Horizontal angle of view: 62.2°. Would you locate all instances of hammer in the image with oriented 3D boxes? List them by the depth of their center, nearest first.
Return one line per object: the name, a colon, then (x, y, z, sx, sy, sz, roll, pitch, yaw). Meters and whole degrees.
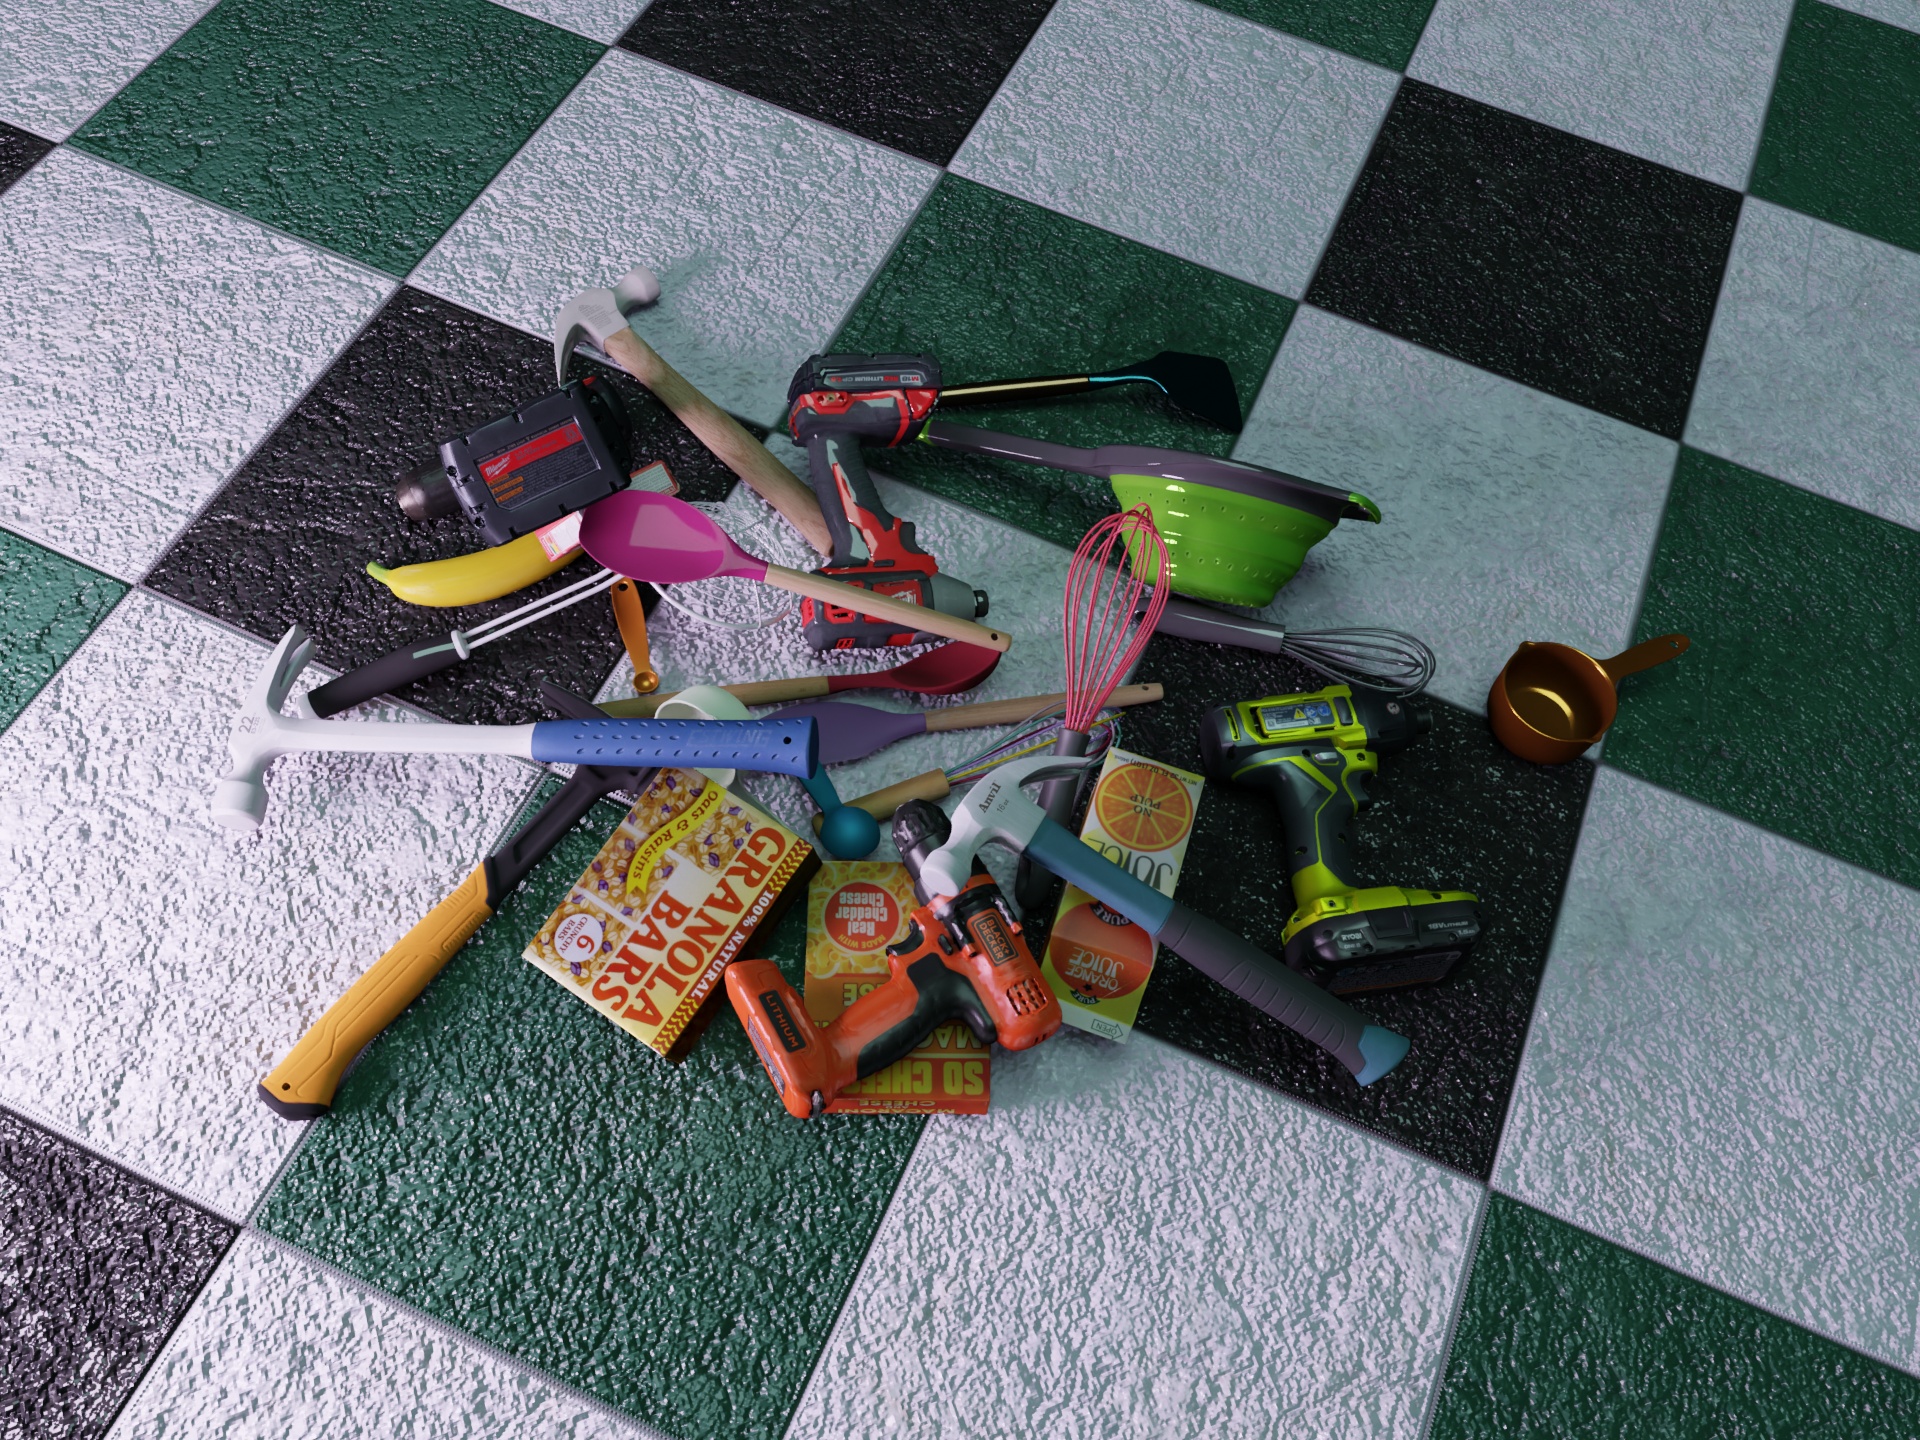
hammer: (0.143, 0.136, 1.028, 0.331, 0.033, 0.128, 33, 61, -1)
hammer: (-0.339, 0.122, 1.068, 0.127, 0.034, 0.337, 37, 64, 7)
hammer: (-0.297, 0.008, 1.077, 0.405, 0.035, 0.144, 1, 65, 6)
hammer: (-0.209, -0.244, 1.297, 0.130, 0.031, 0.331, -39, 70, -24)

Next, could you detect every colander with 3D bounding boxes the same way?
colander: (0.119, -0.161, 1.243, 0.397, 0.204, 0.094, 15, 94, 21)

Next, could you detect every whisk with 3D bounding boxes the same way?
whisk: (0.086, -0.011, 1.113, 0.073, 0.073, 0.296, 16, 91, 4)
whisk: (0.009, 0.038, 1.154, 0.245, 0.051, 0.047, -20, 27, -11)
whisk: (0.246, -0.061, 1.230, 0.239, 0.055, 0.055, 13, 60, 8)

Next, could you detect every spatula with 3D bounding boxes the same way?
spatula: (-0.002, -0.004, 1.186, 0.316, 0.018, 0.060, -7, 51, -9)
spatula: (0.082, -0.275, 1.349, 0.317, 0.044, 0.082, -6, 61, -3)

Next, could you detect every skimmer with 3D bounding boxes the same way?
skimmer: (-0.301, -0.064, 1.178, 0.363, 0.090, 0.127, -24, 58, -4)

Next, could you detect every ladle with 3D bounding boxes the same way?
ladle: (-0.124, -0.023, 1.178, 0.315, 0.031, 0.069, -7, 26, -6)

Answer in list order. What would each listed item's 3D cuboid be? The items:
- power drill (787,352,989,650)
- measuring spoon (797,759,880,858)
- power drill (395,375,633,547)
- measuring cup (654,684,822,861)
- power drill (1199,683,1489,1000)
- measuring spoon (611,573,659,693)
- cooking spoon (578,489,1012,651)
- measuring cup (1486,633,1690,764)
power drill: (-0.057, -0.163, 1.212, 0.143, 0.078, 0.220, -4, 80, -16)
measuring spoon: (-0.097, 0.044, 1.118, 0.042, 0.021, 0.129, -19, 52, -24)
power drill: (-0.329, -0.189, 1.165, 0.188, 0.227, 0.080, -26, 109, -7)
measuring cup: (-0.145, 0.043, 1.127, 0.167, 0.083, 0.038, 45, 47, 1)
power drill: (0.281, 0.077, 1.134, 0.171, 0.080, 0.223, -6, 58, -9)
measuring spoon: (-0.247, -0.066, 1.205, 0.021, 0.011, 0.117, -14, 59, -10)
cooking spoon: (-0.115, -0.099, 1.143, 0.318, 0.017, 0.069, 16, 71, -8)
measuring cup: (0.484, -0.024, 1.224, 0.173, 0.052, 0.095, -20, 64, -18)
